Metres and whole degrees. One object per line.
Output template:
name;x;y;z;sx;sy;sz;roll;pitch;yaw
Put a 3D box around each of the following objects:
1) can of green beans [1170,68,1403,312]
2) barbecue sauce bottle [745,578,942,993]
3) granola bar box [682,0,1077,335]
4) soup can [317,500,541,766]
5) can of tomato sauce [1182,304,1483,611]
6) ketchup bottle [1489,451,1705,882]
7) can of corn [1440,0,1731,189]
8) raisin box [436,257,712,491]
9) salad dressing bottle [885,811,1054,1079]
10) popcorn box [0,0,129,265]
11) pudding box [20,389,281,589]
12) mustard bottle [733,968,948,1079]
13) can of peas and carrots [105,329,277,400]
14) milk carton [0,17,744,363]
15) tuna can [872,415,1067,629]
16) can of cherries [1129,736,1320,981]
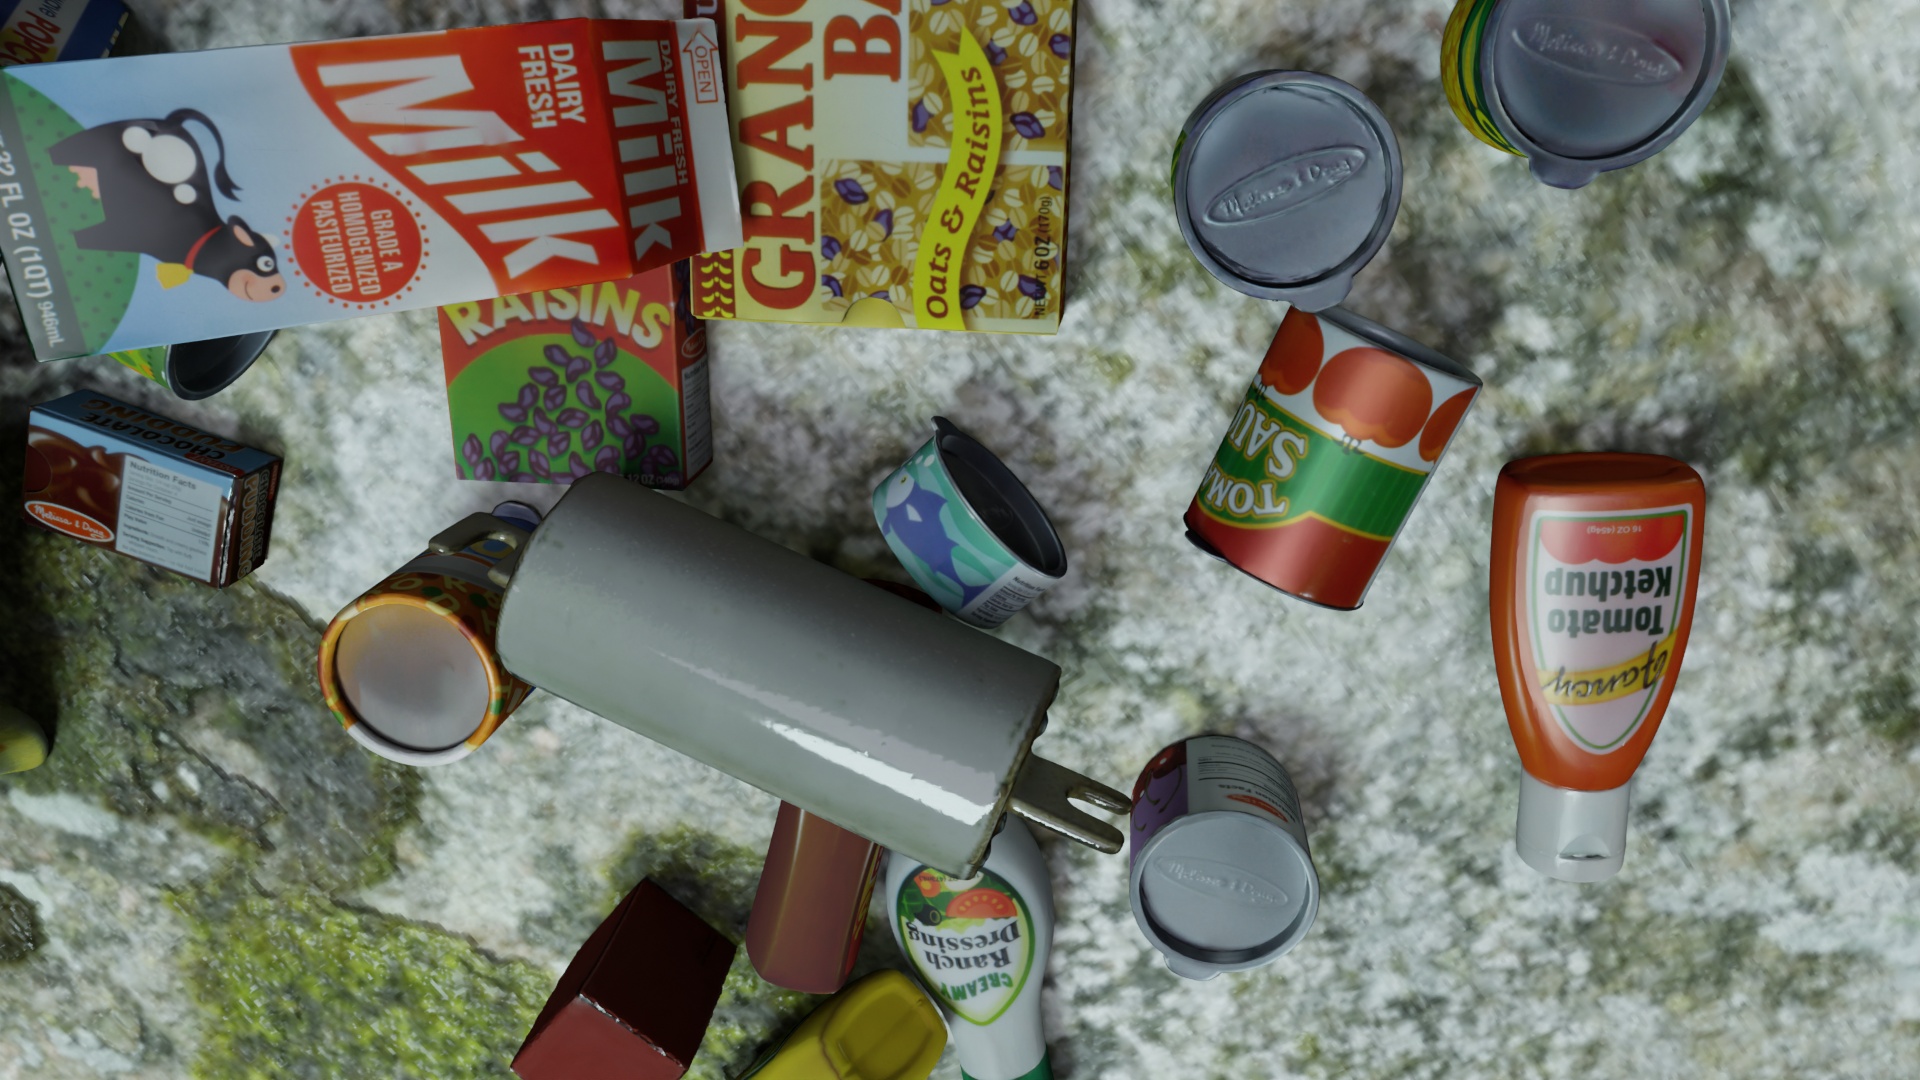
can of green beans;0.099;-0.112;0.433;0.071;0.058;0.071;2;109;6
barbecue sauce bottle;-0.043;0.089;0.520;0.044;0.065;0.148;14;102;-7
granola bar box;-0.025;-0.152;0.445;0.124;0.039;0.165;3;109;6
soup can;-0.180;0.031;0.504;0.071;0.084;0.071;2;109;7
can of tomato sauce;0.119;-0.030;0.454;0.071;0.071;0.082;23;110;-1
ketchup bottle;0.216;0.045;0.481;0.065;0.044;0.148;-2;109;7
can of corn;0.181;-0.143;0.412;0.071;0.058;0.071;2;109;6
raisin box;-0.134;-0.083;0.483;0.086;0.040;0.123;3;110;6
salad dressing bottle;0.011;0.173;0.550;0.064;0.044;0.147;-7;108;13
popcorn box;-0.312;-0.128;0.444;0.038;0.127;0.085;29;112;-36
pudding box;-0.309;-0.020;0.530;0.084;0.030;0.049;19;111;0
mustard bottle;-0.065;0.226;0.561;0.049;0.065;0.159;49;132;10
can of peas and carrots;-0.277;-0.092;0.480;0.059;0.071;0.070;29;110;-3
milk carton;-0.158;-0.105;0.395;0.191;0.073;0.072;-12;110;-20
tuna can;0.002;-0.006;0.479;0.032;0.071;0.071;-41;100;18
can of cherries;0.094;0.116;0.513;0.071;0.058;0.071;2;110;5
